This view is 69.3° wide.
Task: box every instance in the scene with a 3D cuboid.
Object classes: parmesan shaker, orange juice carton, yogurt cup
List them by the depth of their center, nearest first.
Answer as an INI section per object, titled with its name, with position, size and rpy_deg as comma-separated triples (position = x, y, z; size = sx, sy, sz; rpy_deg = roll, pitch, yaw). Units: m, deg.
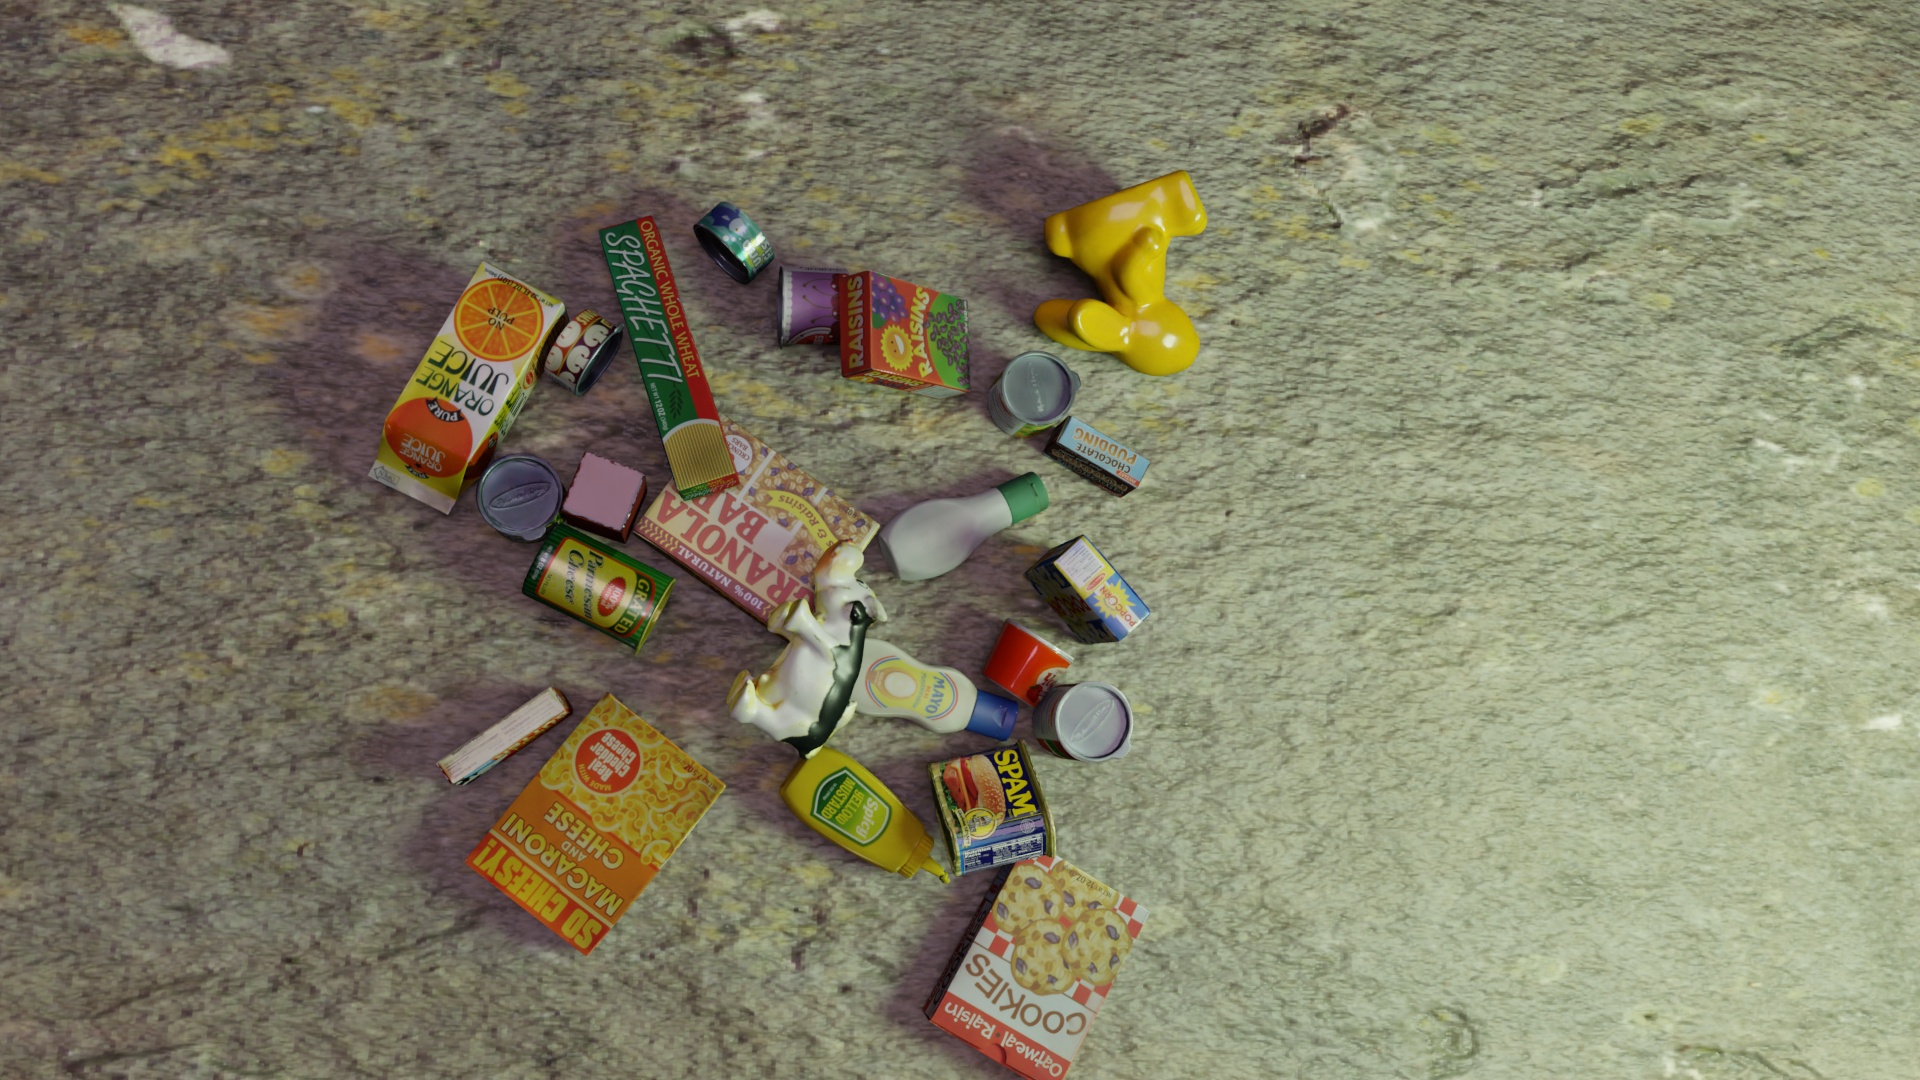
[parmesan shaker]
position = -0.292, 0.040, 1.119
size = 0.103, 0.071, 0.071
rpy_deg = 27, 78, -6
[orange juice carton]
position = -0.395, -0.120, 1.119
size = 0.072, 0.073, 0.193
rpy_deg = 28, 79, -6
[yogurt cup]
position = 0.054, 0.105, 1.177
size = 0.072, 0.072, 0.054
rpy_deg = 33, 86, -5

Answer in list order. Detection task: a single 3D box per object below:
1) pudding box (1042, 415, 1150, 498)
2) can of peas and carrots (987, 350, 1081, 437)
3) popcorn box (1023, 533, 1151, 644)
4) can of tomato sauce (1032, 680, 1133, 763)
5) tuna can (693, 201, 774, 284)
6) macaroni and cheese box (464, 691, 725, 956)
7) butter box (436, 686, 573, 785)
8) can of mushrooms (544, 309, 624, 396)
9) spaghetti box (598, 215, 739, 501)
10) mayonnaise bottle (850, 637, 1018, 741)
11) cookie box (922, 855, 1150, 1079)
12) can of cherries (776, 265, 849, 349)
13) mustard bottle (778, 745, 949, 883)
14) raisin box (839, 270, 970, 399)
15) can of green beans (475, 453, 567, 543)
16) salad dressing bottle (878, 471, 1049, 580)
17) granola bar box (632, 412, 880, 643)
[pudding box]
position = 0.118, -0.073, 1.220
size = 0.084, 0.049, 0.030
rpy_deg = 30, 77, -6
[can of peas and carrots]
position = 0.064, -0.127, 1.213
size = 0.071, 0.058, 0.071
rpy_deg = 2, 82, -11
[popcorn box]
position = 0.104, 0.043, 1.162
size = 0.038, 0.126, 0.085
rpy_deg = -42, 91, -10
[can of tomato sauce]
position = 0.103, 0.153, 1.168
size = 0.071, 0.083, 0.071
rpy_deg = 1, 82, -10
[tuna can]
position = -0.190, -0.252, 1.177
size = 0.071, 0.071, 0.033
rpy_deg = 44, 77, -2
[macaroni and cheese box]
position = -0.288, 0.224, 1.107
size = 0.124, 0.040, 0.167
rpy_deg = 39, 77, -3
[butter box]
position = -0.357, 0.155, 1.097
size = 0.104, 0.053, 0.024
rpy_deg = -35, 87, -14
[can of mushrooms]
position = -0.309, -0.157, 1.143
size = 0.033, 0.071, 0.071
rpy_deg = 34, 78, -3
[spaghetti box]
position = -0.243, -0.155, 1.151
size = 0.050, 0.028, 0.250
rpy_deg = -18, 75, -7
[mayonnaise bottle]
position = -0.026, 0.130, 1.168
size = 0.148, 0.041, 0.065
rpy_deg = 18, 77, -7
[cookie box]
position = 0.063, 0.350, 1.154
size = 0.123, 0.040, 0.168
rpy_deg = 32, 78, -5
[can of cherries]
position = -0.125, -0.197, 1.184
size = 0.058, 0.071, 0.071
rpy_deg = 0, 82, -12
[mustard bottle]
position = -0.071, 0.232, 1.141
size = 0.160, 0.048, 0.065
rpy_deg = 36, 79, -4
[raisin box]
position = -0.047, -0.173, 1.176
size = 0.123, 0.040, 0.086
rpy_deg = 6, 80, -49
[can of green beans]
position = -0.353, -0.033, 1.122
size = 0.071, 0.057, 0.071
rpy_deg = 1, 82, -11
[salad dressing bottle]
position = 0.004, -0.015, 1.194
size = 0.148, 0.044, 0.064
rpy_deg = -24, 85, -14
[granola bar box]
position = -0.170, -0.009, 1.162
size = 0.165, 0.039, 0.124
rpy_deg = 35, 78, -4
